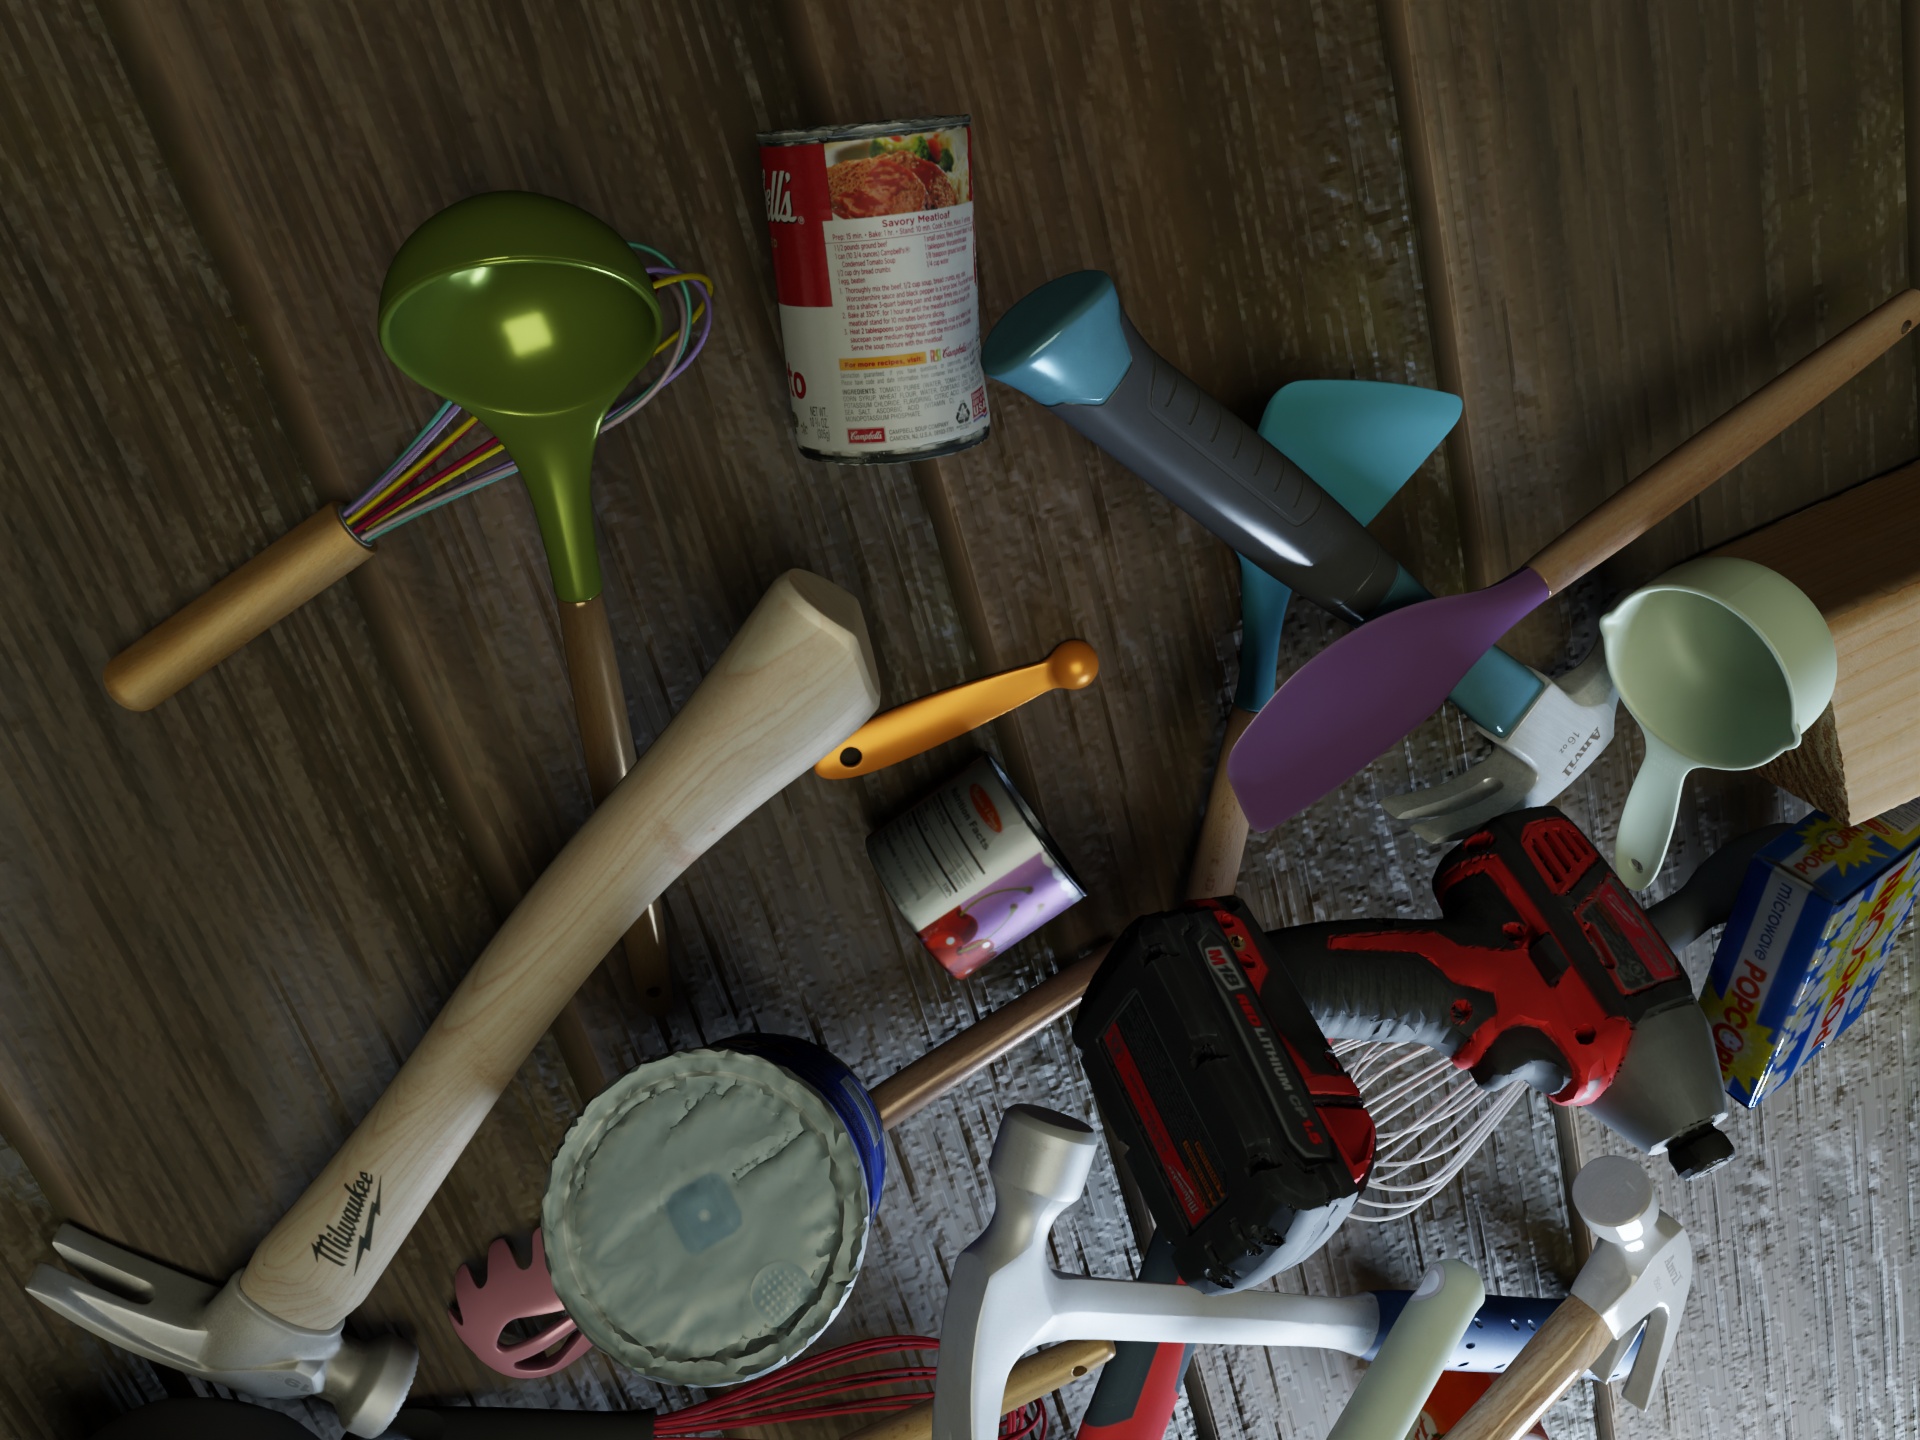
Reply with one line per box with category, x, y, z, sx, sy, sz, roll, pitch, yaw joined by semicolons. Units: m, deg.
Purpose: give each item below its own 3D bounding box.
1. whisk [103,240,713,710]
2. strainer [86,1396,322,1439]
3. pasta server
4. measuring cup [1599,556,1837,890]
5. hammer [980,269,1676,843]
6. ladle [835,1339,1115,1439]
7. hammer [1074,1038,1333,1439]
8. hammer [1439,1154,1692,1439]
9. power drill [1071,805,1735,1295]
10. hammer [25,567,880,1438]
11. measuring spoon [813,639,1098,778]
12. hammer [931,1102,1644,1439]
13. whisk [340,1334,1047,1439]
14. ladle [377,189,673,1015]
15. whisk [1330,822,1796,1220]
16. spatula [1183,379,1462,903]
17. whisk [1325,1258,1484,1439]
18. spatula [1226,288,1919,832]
whisk;-0.184;-0.078;0.523;0.245;0.047;0.051;-33;114;6
strainer;-0.281;0.353;0.654;0.151;0.069;0.256;-4;127;9
pasta server;-0.068;0.177;0.651;0.316;0.040;0.060;-32;113;-3
measuring cup;0.283;0.007;0.612;0.038;0.083;0.167;-33;142;-20
hammer;0.135;-0.053;0.555;0.330;0.033;0.128;29;100;-36
ladle;-0.080;0.311;0.633;0.315;0.031;0.069;-28;121;8
hammer;0.057;0.276;0.647;0.143;0.038;0.386;21;88;-21
hammer;0.186;0.330;0.655;0.331;0.031;0.129;-44;128;-8
power drill;0.164;0.113;0.554;0.219;0.143;0.078;-10;146;-26
hammer;-0.172;0.103;0.554;0.146;0.038;0.410;33;112;-20
measuring spoon;-0.001;-0.002;0.604;0.117;0.011;0.021;-22;113;-3
hammer;0.155;0.252;0.651;0.405;0.035;0.144;18;88;-35
whisk;-0.110;0.302;0.673;0.296;0.073;0.073;0;110;-6
ladle;-0.121;-0.013;0.521;0.078;0.062;0.319;-8;125;-8
whisk;0.249;0.113;0.654;0.284;0.070;0.070;-27;114;-18
spatula;0.113;0.023;0.619;0.082;0.044;0.317;-1;112;-26
whisk;0.131;0.307;0.596;0.059;0.058;0.246;41;68;-1
spatula;0.222;-0.065;0.563;0.316;0.018;0.059;-35;129;-7
